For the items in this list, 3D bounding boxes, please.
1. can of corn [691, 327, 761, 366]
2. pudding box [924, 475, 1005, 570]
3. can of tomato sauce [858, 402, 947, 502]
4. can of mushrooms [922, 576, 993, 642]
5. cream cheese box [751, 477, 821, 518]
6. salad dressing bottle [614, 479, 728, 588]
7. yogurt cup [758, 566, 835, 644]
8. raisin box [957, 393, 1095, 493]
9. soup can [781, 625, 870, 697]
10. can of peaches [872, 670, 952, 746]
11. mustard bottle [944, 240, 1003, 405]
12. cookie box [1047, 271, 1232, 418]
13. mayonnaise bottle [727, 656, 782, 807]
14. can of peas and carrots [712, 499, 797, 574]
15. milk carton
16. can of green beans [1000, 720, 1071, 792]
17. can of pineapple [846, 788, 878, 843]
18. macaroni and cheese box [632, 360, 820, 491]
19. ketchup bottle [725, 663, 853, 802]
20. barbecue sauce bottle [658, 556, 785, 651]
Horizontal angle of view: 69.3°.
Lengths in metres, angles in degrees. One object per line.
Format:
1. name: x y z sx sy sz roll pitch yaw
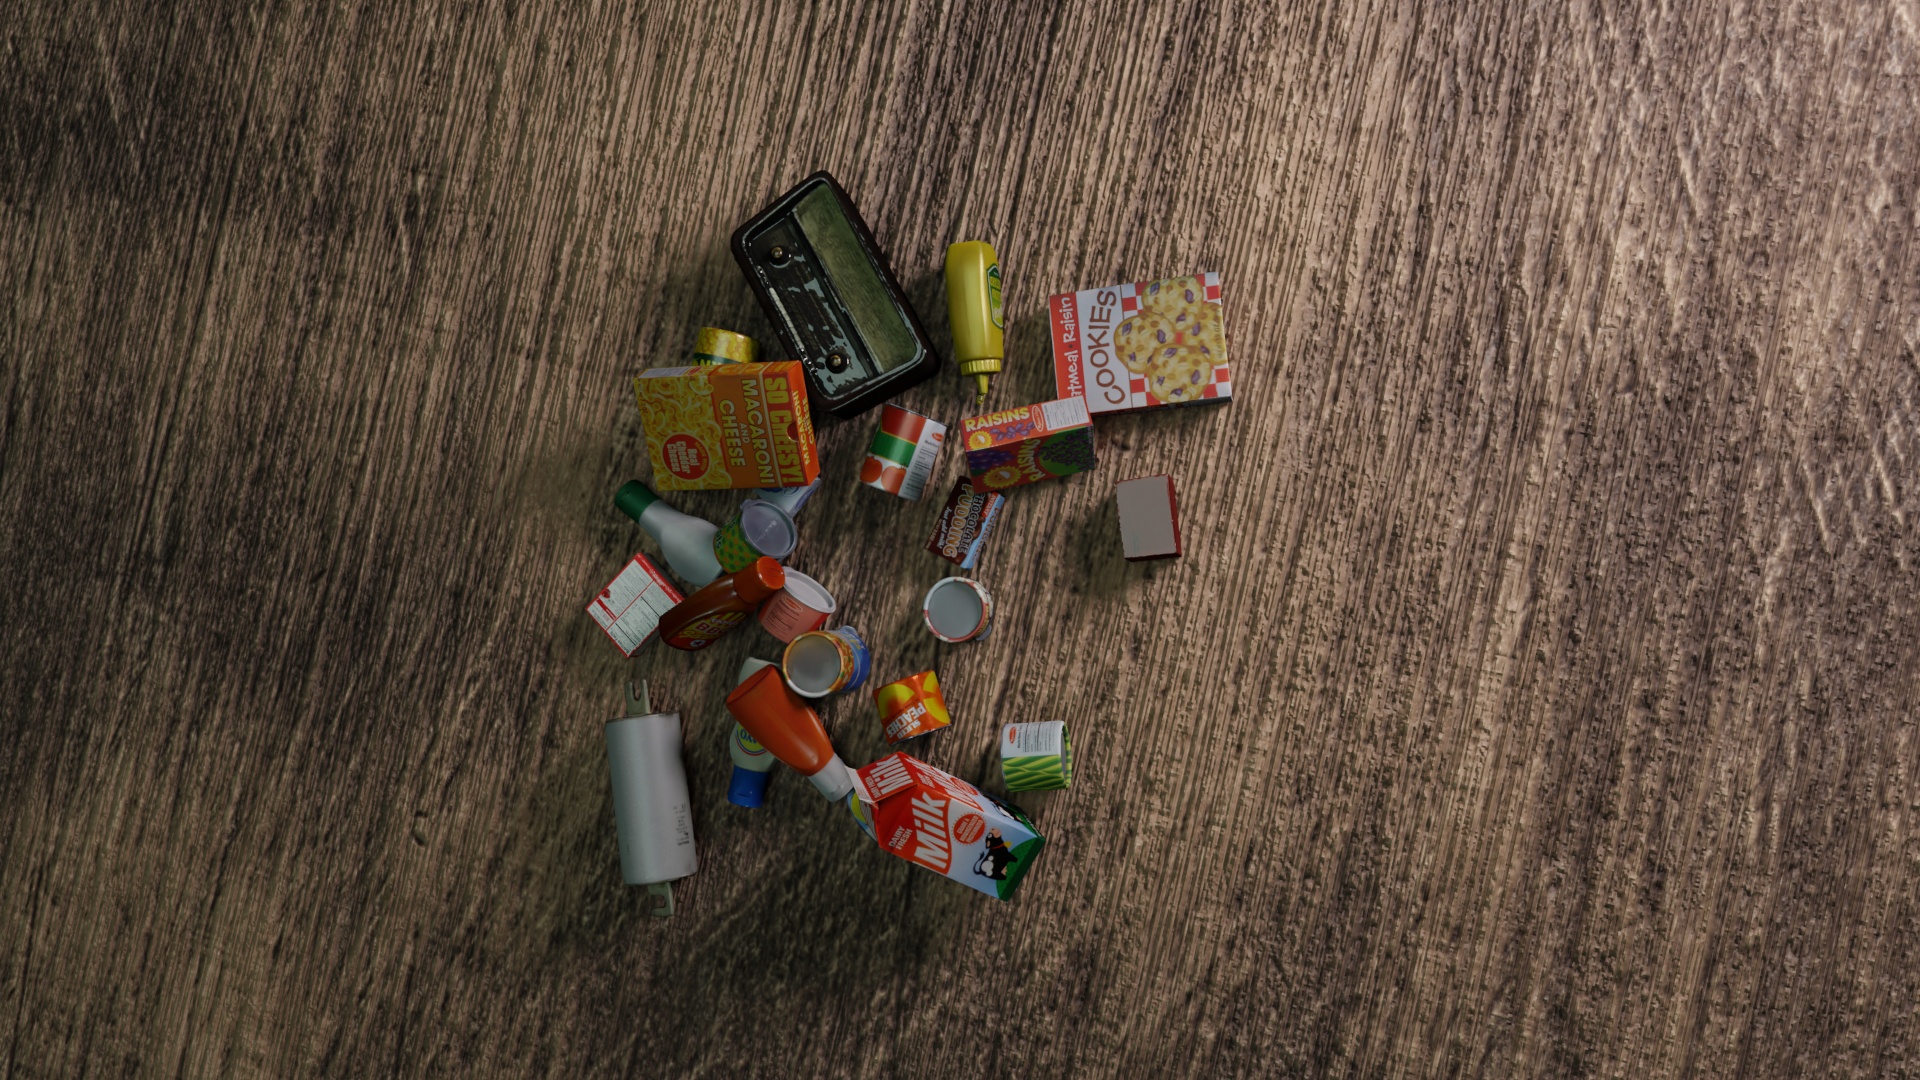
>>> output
1. can of corn: -0.244 -0.185 1.439 0.071 0.071 0.058 13 89 14
2. pudding box: 0.005 -0.017 1.388 0.050 0.030 0.083 27 93 13
3. can of tomato sauce: -0.060 -0.088 1.391 0.071 0.071 0.083 21 92 14
4. can of mushrooms: -0.001 0.071 1.382 0.071 0.033 0.071 -1 85 13
5. cream cheese box: -0.200 -0.074 1.445 0.104 0.024 0.053 41 97 13
6. salad dressing bottle: -0.298 -0.008 1.454 0.148 0.044 0.064 38 97 14
7. yogurt cup: -0.168 0.070 1.408 0.072 0.072 0.054 38 104 13
8. raisin box: 0.065 -0.092 1.336 0.123 0.085 0.040 -12 63 1
9. soup can: -0.133 0.119 1.385 0.071 0.084 0.071 -1 86 14
10. can of peaches: -0.049 0.165 1.368 0.071 0.071 0.058 -20 81 12
11. mustard bottle: 0.017 -0.215 1.385 0.049 0.065 0.160 -5 91 19
12. cookie box: 0.174 -0.187 1.355 0.167 0.040 0.123 -6 85 12
13. mayonnaise bottle: -0.205 0.196 1.418 0.065 0.041 0.148 12 89 7
14. can of peas and carrots: -0.211 -0.001 1.410 0.058 0.071 0.071 -36 77 40
15. milk carton: -0.023 0.262 1.304 0.190 0.072 0.073 29 95 -23
16. can of green beans: 0.073 0.208 1.338 0.058 0.071 0.071 -5 85 13
17. can of pineapple: -0.071 0.257 1.370 0.058 0.071 0.071 -41 78 8
18. macaroni and cheese box: -0.234 -0.113 1.396 0.166 0.040 0.123 -1 115 15
19. ketchup bottle: -0.163 0.196 1.381 0.064 0.043 0.148 -38 103 4
20. barbecue sauce bottle: -0.237 0.063 1.399 0.148 0.065 0.044 -32 61 33
